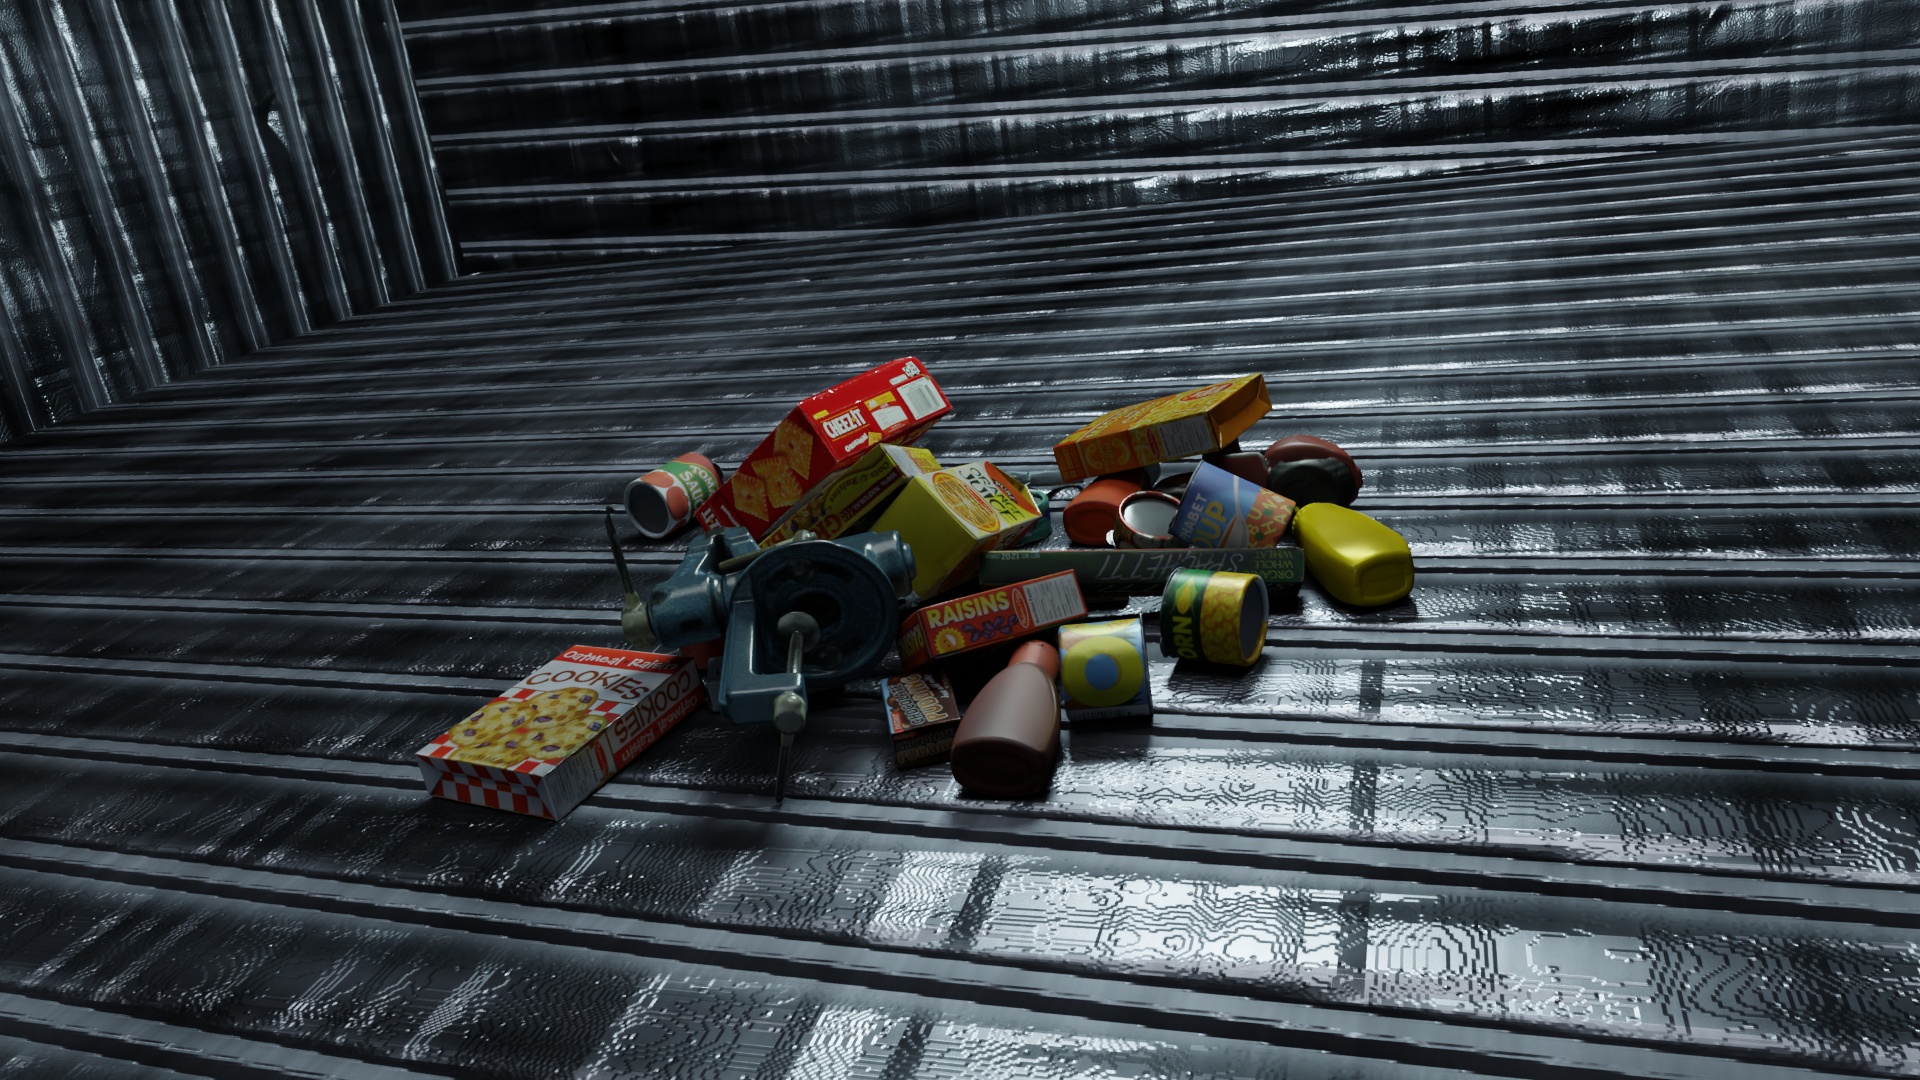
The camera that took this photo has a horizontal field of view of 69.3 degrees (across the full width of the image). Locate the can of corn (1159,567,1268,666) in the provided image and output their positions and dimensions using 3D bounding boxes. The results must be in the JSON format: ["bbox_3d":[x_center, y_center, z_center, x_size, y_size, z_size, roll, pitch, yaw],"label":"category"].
[{"bbox_3d":[0.181,0.056,0.990,0.058,0.071,0.071,4,25,31],"label":"can of corn"}]

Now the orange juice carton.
[{"bbox_3d":[0.004,-0.015,1.161,0.071,0.073,0.193,-48,-11,21],"label":"orange juice carton"}]

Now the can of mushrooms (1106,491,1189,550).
[{"bbox_3d":[0.161,-0.010,1.179,0.071,0.033,0.071,3,41,-3],"label":"can of mushrooms"}]

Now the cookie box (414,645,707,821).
[{"bbox_3d":[-0.286,0.135,1.011,0.123,0.040,0.168,3,25,28],"label":"cookie box"}]

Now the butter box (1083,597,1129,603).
[{"bbox_3d":[0.086,0.033,1.142,0.103,0.024,0.053,-6,22,8],"label":"butter box"}]

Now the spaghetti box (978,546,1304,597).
[{"bbox_3d":[0.140,0.025,1.079,0.250,0.029,0.050,-1,-15,9],"label":"spaghetti box"}]

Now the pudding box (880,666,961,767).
[{"bbox_3d":[-0.026,0.121,0.954,0.050,0.030,0.084,-11,21,-4],"label":"pudding box"}]

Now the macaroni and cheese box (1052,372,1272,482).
[{"bbox_3d":[0.186,-0.104,1.284,0.166,0.040,0.124,-11,14,38],"label":"macaroni and cheese box"}]

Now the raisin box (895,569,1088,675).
[{"bbox_3d":[0.021,0.062,1.021,0.124,0.040,0.086,-13,-10,-18],"label":"raisin box"}]

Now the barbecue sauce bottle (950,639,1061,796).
[{"bbox_3d":[0.039,0.114,0.928,0.065,0.043,0.149,4,23,12],"label":"barbecue sauce bottle"}]

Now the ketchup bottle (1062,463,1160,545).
[{"bbox_3d":[0.148,-0.043,1.285,0.064,0.043,0.149,-3,21,27],"label":"ketchup bottle"}]

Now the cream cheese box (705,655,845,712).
[{"bbox_3d":[-0.141,0.101,1.061,0.104,0.024,0.053,-11,20,-5],"label":"cream cheese box"}]

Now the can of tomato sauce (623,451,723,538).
[{"bbox_3d":[-0.296,-0.047,1.444,0.071,0.071,0.083,5,26,33],"label":"can of tomato sauce"}]

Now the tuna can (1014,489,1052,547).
[{"bbox_3d":[0.050,-0.021,1.283,0.071,0.032,0.071,-8,20,3],"label":"tuna can"}]

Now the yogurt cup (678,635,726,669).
[{"bbox_3d":[-0.202,0.069,1.125,0.072,0.053,0.072,-8,21,3],"label":"yogurt cup"}]

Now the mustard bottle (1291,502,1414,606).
[{"bbox_3d":[0.300,0.003,1.099,0.065,0.048,0.161,-11,21,-5],"label":"mustard bottle"}]

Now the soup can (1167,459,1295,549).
[{"bbox_3d":[0.218,-0.017,1.121,0.084,0.071,0.072,25,30,11],"label":"soup can"}]

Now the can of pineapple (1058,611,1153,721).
[{"bbox_3d":[0.098,0.086,0.941,0.058,0.070,0.071,-6,21,8],"label":"can of pineapple"}]

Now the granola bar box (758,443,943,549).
[{"bbox_3d":[-0.096,-0.014,1.148,0.165,0.039,0.124,-39,-9,13],"label":"granola bar box"}]
